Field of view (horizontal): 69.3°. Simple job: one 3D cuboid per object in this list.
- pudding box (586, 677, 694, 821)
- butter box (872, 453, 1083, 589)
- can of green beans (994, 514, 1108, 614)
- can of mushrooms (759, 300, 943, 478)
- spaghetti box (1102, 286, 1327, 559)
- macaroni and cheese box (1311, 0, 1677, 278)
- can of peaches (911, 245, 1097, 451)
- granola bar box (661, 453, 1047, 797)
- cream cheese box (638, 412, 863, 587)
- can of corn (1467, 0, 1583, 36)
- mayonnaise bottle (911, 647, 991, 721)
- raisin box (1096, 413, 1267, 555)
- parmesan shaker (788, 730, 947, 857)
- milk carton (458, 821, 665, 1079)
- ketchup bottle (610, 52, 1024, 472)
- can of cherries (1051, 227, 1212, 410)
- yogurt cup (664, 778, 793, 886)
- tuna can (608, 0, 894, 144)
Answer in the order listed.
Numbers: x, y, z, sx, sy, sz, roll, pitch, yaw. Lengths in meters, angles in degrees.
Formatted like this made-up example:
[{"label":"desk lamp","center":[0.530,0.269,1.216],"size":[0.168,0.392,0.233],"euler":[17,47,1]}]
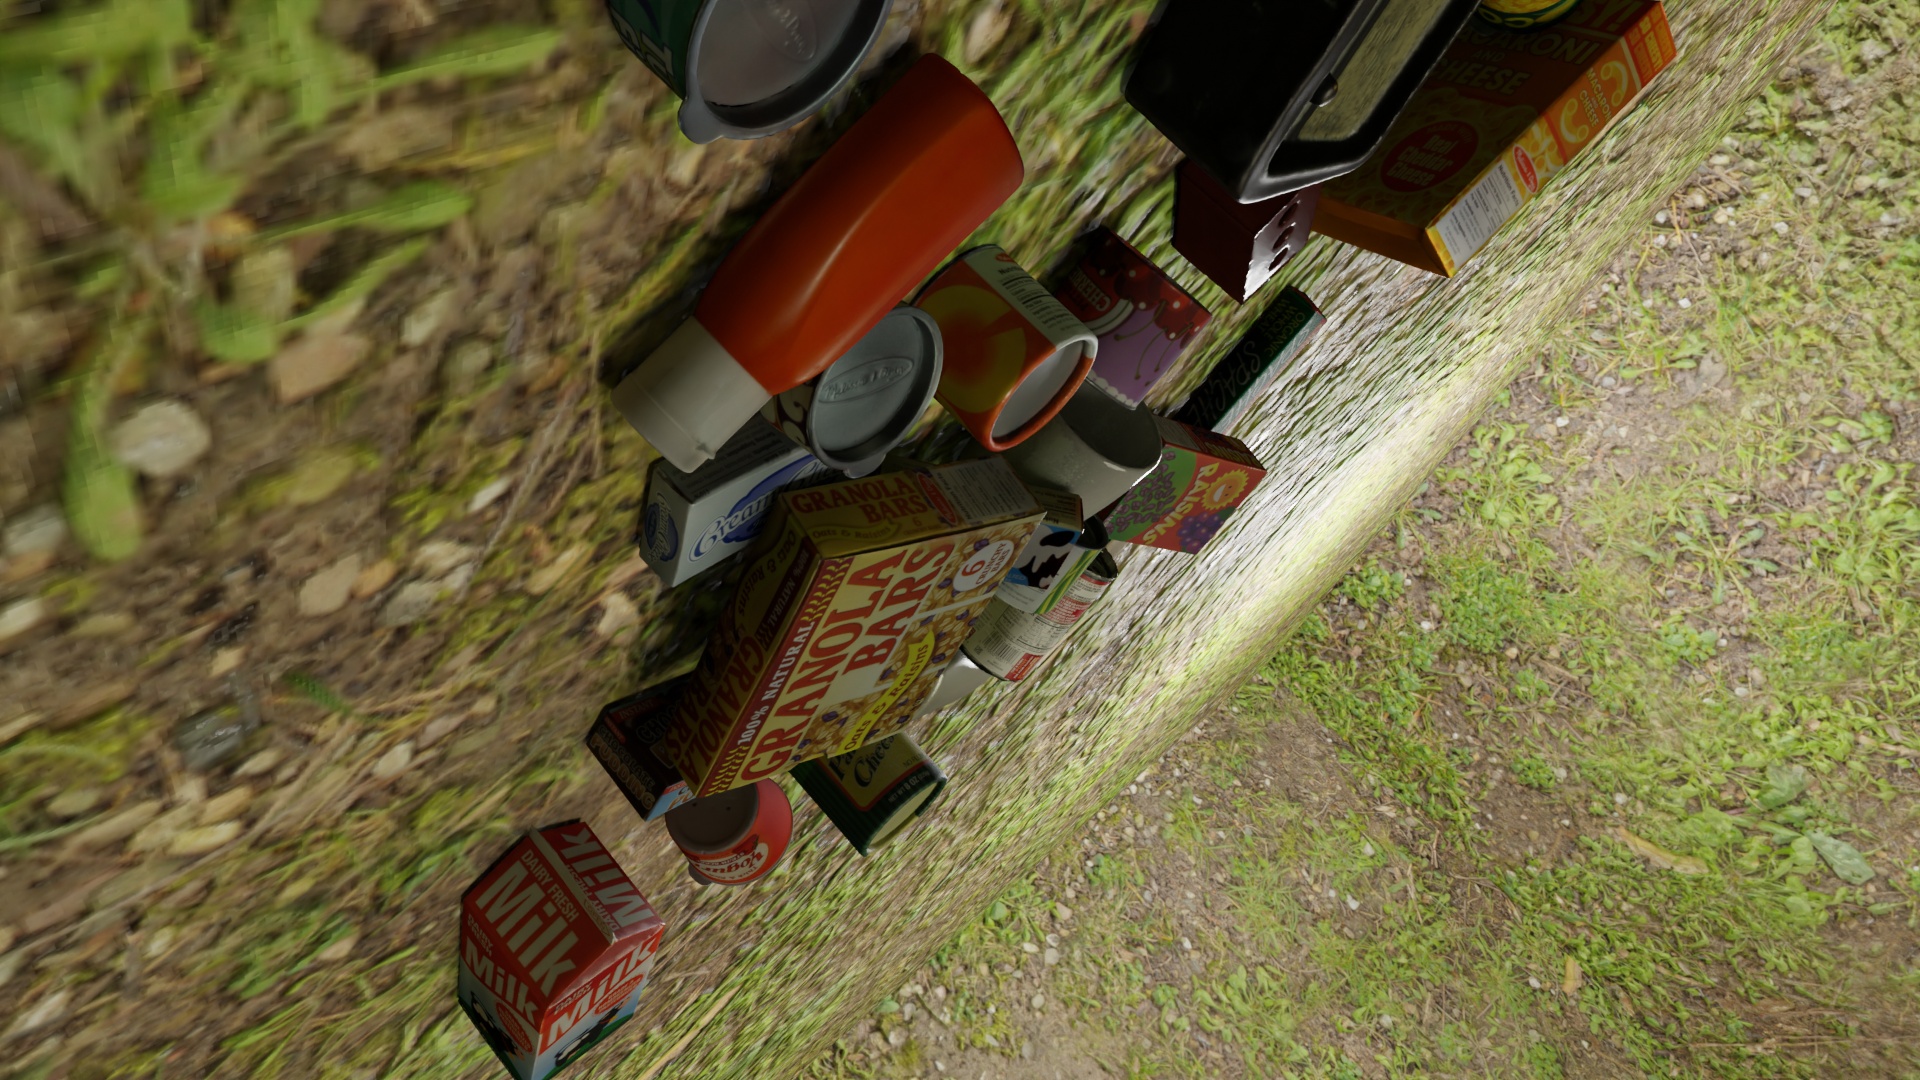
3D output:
[{"label":"pudding box","center":[-0.131,0.095,0.669],"size":[0.084,0.050,0.030],"euler":[-19,151,-55]},{"label":"butter box","center":[0.002,-0.008,0.673],"size":[0.052,0.103,0.024],"euler":[116,-19,-48]},{"label":"can of green beans","center":[0.046,0.002,0.843],"size":[0.057,0.071,0.071],"euler":[-52,162,26]},{"label":"can of mushrooms","center":[-0.041,-0.060,0.509],"size":[0.071,0.033,0.070],"euler":[-37,147,-30]},{"label":"spaghetti box","center":[0.169,-0.078,1.010],"size":[0.249,0.029,0.050],"euler":[-50,162,16]},{"label":"macaroni and cheese box","center":[0.269,-0.223,0.737],"size":[0.166,0.124,0.040],"euler":[-45,126,-2]},{"label":"can of peaches","center":[0.014,-0.078,0.583],"size":[0.071,0.058,0.071],"euler":[-41,163,-15]},{"label":"granola bar box","center":[-0.049,0.039,0.617],"size":[0.124,0.039,0.164],"euler":[-12,145,-41]},{"label":"cream cheese box","center":[-0.077,-0.026,0.549],"size":[0.104,0.024,0.053],"euler":[-32,158,-37]},{"label":"can of corn","center":[0.279,-0.291,0.688],"size":[0.071,0.071,0.058],"euler":[-49,162,15]},{"label":"mayonnaise bottle","center":[-0.003,0.087,0.977],"size":[0.064,0.041,0.148],"euler":[-50,164,23]},{"label":"raisin box","center":[0.143,-0.038,0.960],"size":[0.123,0.040,0.085],"euler":[10,126,-44]},{"label":"parmesan shaker","center":[-0.063,0.119,0.797],"size":[0.071,0.103,0.071],"euler":[-40,163,-15]},{"label":"milk carton","center":[-0.211,0.215,0.728],"size":[0.074,0.072,0.189],"euler":[-32,159,-37]},{"label":"ketchup bottle","center":[-0.046,-0.085,0.446],"size":[0.149,0.043,0.064],"euler":[-44,163,-1]},{"label":"can of cherries","center":[0.074,-0.105,0.651],"size":[0.058,0.071,0.071],"euler":[-50,163,16]},{"label":"yogurt cup","center":[-0.135,0.159,0.795],"size":[0.072,0.072,0.053],"euler":[-41,155,-11]},{"label":"tuna can","center":[-0.051,-0.132,0.337],"size":[0.071,0.033,0.070],"euler":[-40,163,-15]}]
